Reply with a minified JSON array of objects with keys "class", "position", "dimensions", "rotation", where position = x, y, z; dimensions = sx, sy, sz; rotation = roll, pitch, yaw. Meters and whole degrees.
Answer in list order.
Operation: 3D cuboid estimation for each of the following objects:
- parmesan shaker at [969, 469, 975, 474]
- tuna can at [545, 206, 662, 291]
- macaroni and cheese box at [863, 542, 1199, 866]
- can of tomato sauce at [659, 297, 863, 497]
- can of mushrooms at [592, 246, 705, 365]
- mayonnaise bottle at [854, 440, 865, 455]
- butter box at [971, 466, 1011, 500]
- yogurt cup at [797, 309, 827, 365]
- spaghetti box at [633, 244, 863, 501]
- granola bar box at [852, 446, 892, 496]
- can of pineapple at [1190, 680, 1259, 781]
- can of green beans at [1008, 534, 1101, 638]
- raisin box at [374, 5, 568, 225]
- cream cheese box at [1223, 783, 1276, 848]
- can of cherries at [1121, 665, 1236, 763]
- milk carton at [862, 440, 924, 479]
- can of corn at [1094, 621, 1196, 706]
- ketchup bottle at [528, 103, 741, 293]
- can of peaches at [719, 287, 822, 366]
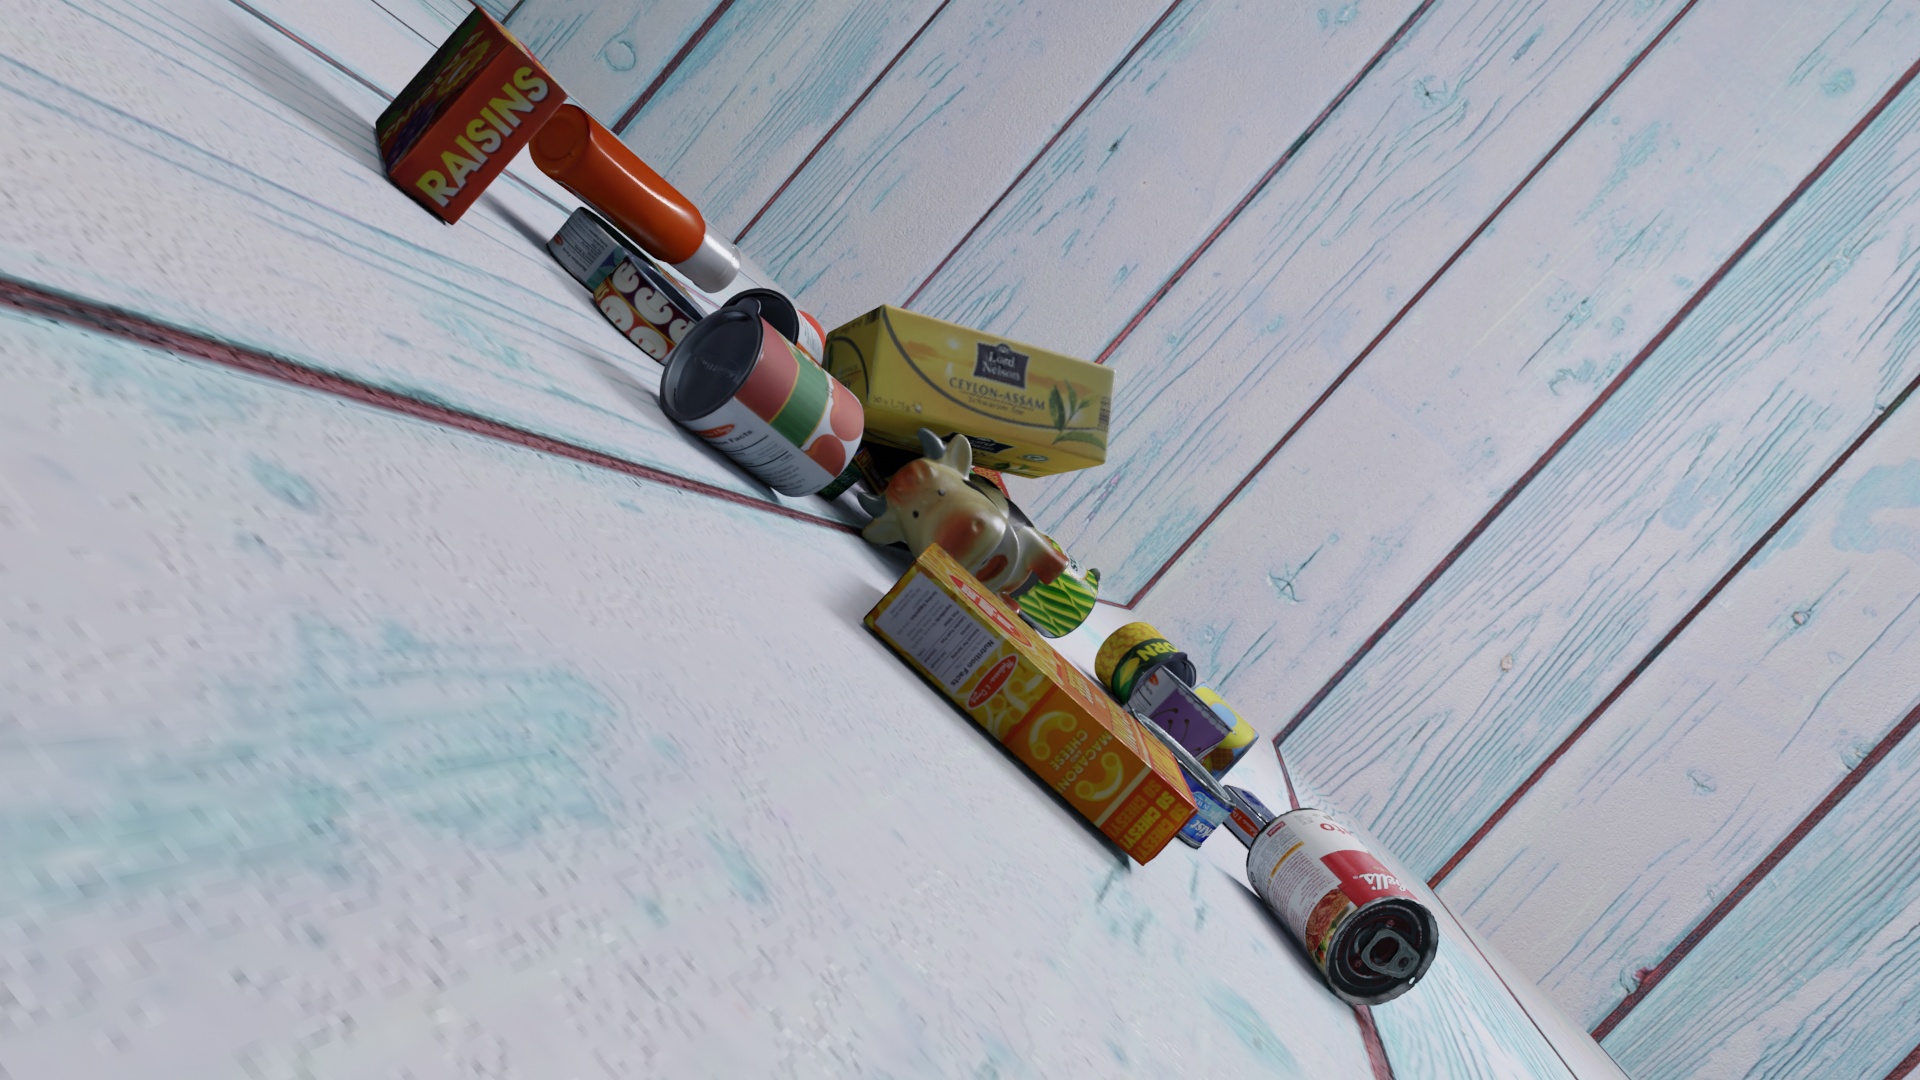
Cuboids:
[{"class":"parmesan shaker","position":[0.004,-0.013,1.011],"dimensions":[0.103,0.071,0.071],"rotation":[43,4,-3]},{"class":"tuna can","position":[-0.217,-0.171,0.856],"dimensions":[0.071,0.033,0.071],"rotation":[42,5,-4]},{"class":"macaroni and cheese box","position":[0.033,0.073,0.667],"dimensions":[0.166,0.040,0.124],"rotation":[42,4,0]},{"class":"can of tomato sauce","position":[-0.098,-0.071,0.703],"dimensions":[0.083,0.071,0.071],"rotation":[39,6,-45]},{"class":"can of mushrooms","position":[-0.181,-0.135,0.812],"dimensions":[0.071,0.033,0.071],"rotation":[44,6,-6]},{"class":"mayonnaise bottle","position":[-0.099,-0.085,1.003],"dimensions":[0.065,0.041,0.148],"rotation":[51,4,8]},{"class":"butter box","position":[0.032,-0.012,1.189],"dimensions":[0.052,0.024,0.104],"rotation":[97,-21,-48]},{"class":"yogurt cup","position":[-0.145,-0.153,1.105],"dimensions":[0.072,0.072,0.054],"rotation":[43,12,10]},{"class":"spaghetti box","position":[-0.152,-0.113,0.892],"dimensions":[0.251,0.028,0.050],"rotation":[45,5,32]},{"class":"granola bar box","position":[-0.032,-0.039,1.143],"dimensions":[0.124,0.039,0.166],"rotation":[41,5,-26]},{"class":"can of pineapple","position":[0.176,0.148,1.024],"dimensions":[0.058,0.071,0.071],"rotation":[44,5,18]},{"class":"can of green beans","position":[0.068,0.036,1.118],"dimensions":[0.057,0.071,0.071],"rotation":[39,5,-32]},{"class":"raisin box","position":[-0.245,-0.214,0.688],"dimensions":[0.040,0.086,0.124],"rotation":[42,4,-36]},{"class":"cream cheese box","position":[0.222,0.213,1.049],"dimensions":[0.053,0.024,0.103],"rotation":[45,5,24]},{"class":"can of cherries","position":[0.146,0.131,0.958],"dimensions":[0.071,0.058,0.071],"rotation":[42,3,-3]},{"class":"milk carton","position":[-0.042,-0.112,1.035],"dimensions":[0.072,0.073,0.191],"rotation":[62,4,-15]},{"class":"can of corn","position":[0.155,0.108,1.161],"dimensions":[0.071,0.071,0.058],"rotation":[39,5,-42]},{"class":"ketchup bottle","position":[-0.196,-0.207,0.863],"dimensions":[0.148,0.043,0.065],"rotation":[36,9,-50]},{"class":"can of peaches","position":[-0.140,-0.139,0.999],"dimensions":[0.071,0.071,0.058],"rotation":[44,0,17]}]
